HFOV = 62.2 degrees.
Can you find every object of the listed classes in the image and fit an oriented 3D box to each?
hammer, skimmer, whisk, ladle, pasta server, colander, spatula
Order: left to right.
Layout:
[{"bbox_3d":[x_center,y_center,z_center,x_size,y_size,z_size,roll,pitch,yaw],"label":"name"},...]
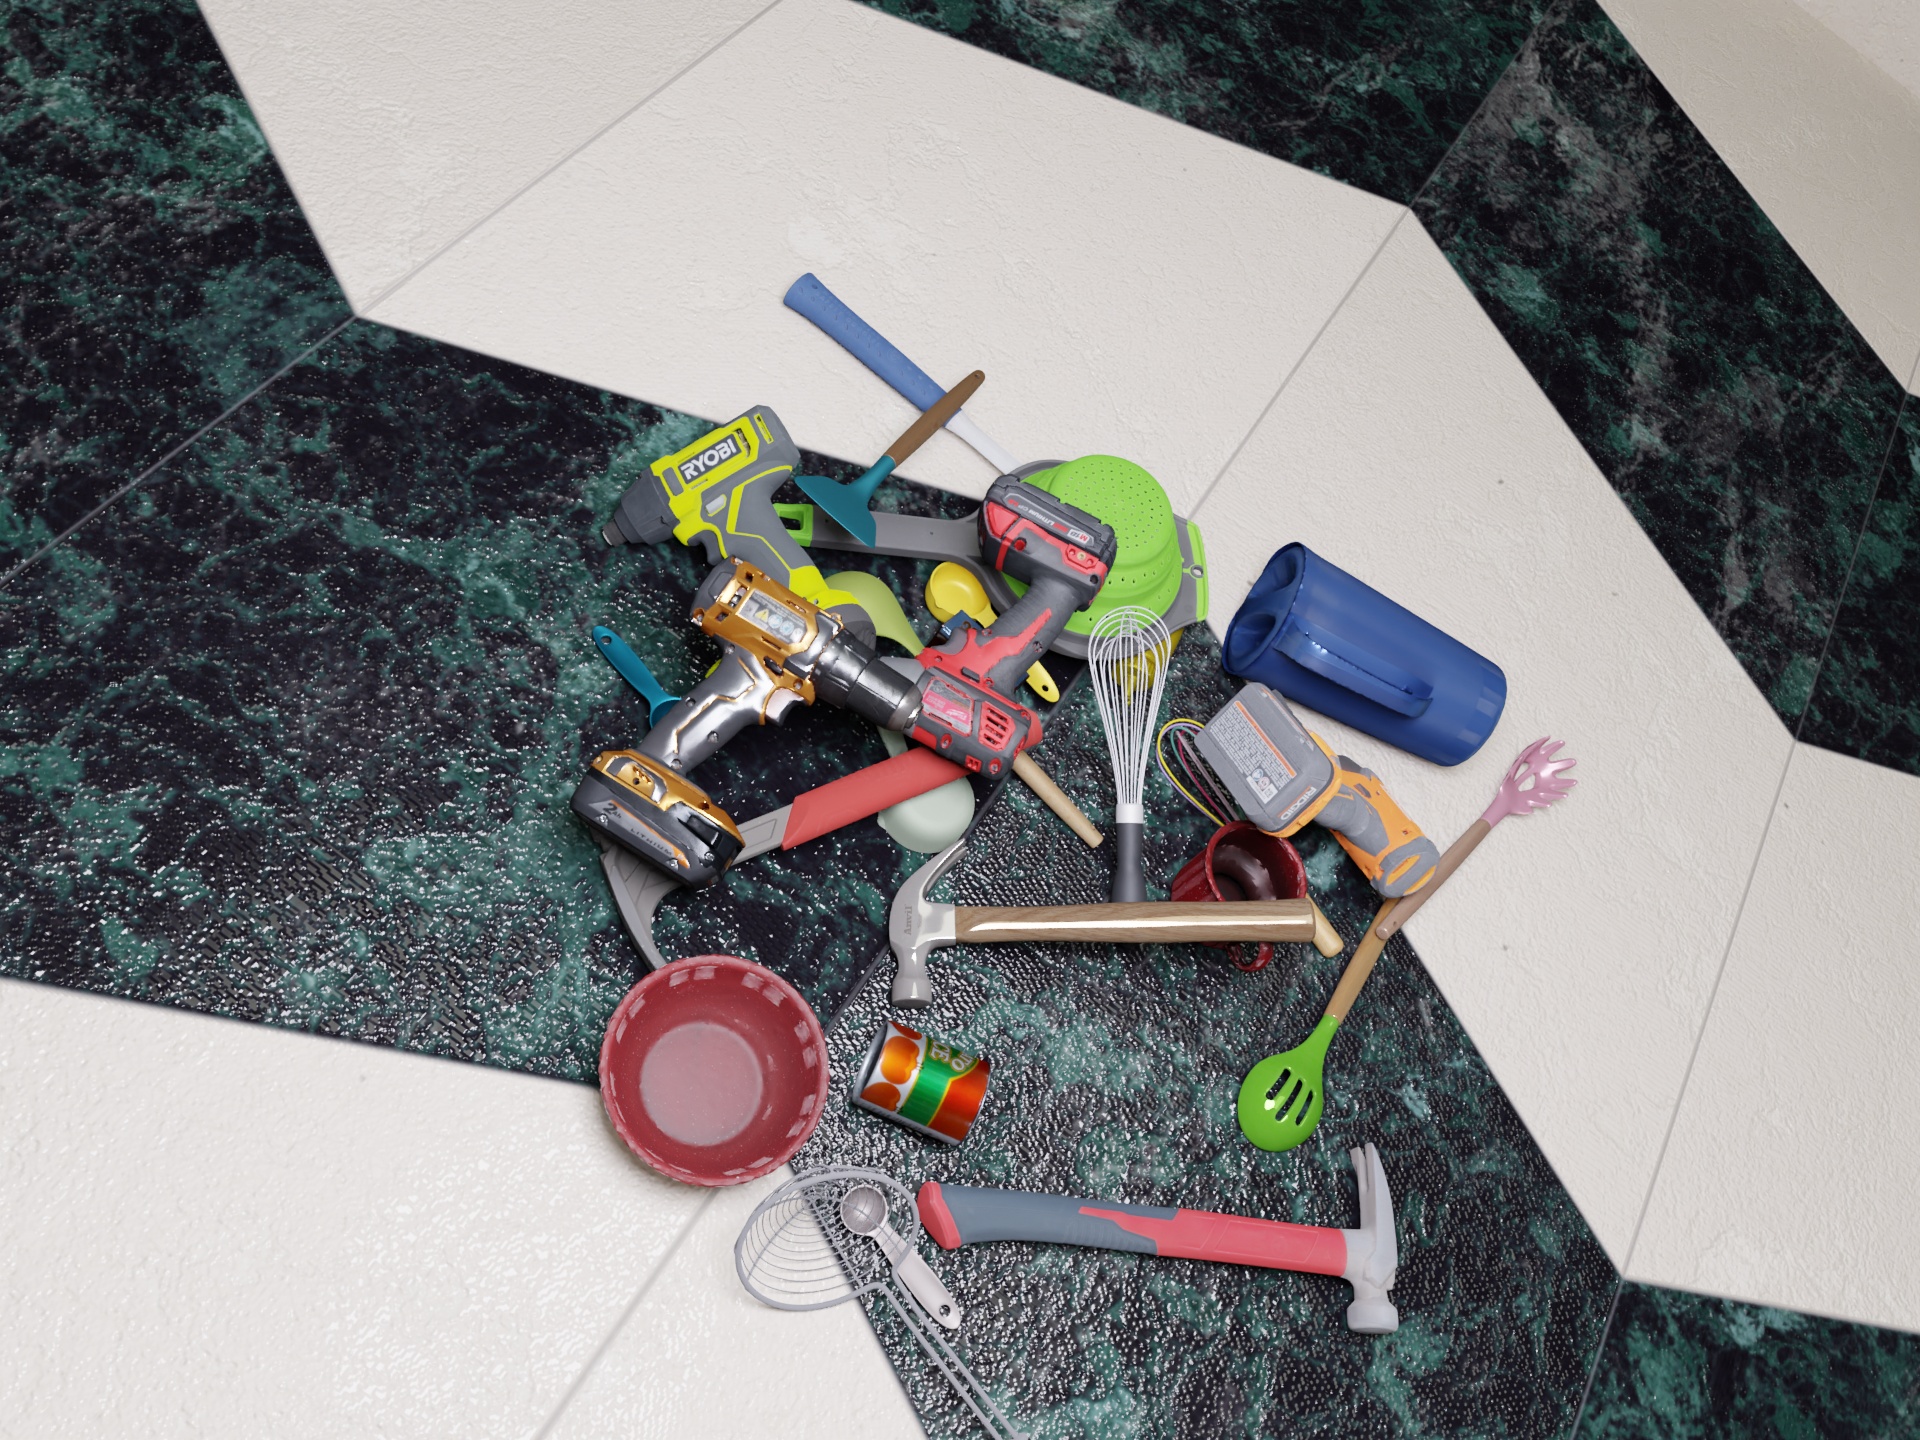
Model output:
[{"bbox_3d":[-0.094,0.074,1.226,0.359,0.036,0.149,-21,73,-19],"label":"hammer"},{"bbox_3d":[-0.044,-0.237,1.358,0.082,0.044,0.318,41,45,-4],"label":"spatula"},{"bbox_3d":[-0.007,0.452,1.068,0.127,0.090,0.363,-40,86,5],"label":"skimmer"},{"bbox_3d":[-0.002,-0.004,1.337,0.320,0.062,0.078,46,28,-3],"label":"ladle"},{"bbox_3d":[0.005,-0.276,1.478,0.405,0.035,0.144,41,57,2],"label":"hammer"},{"bbox_3d":[0.039,-0.168,1.360,0.397,0.094,0.205,5,63,-13],"label":"colander"},{"bbox_3d":[0.110,0.156,1.243,0.331,0.031,0.130,-1,64,-1],"label":"hammer"},{"bbox_3d":[0.141,0.045,1.319,0.070,0.070,0.285,3,84,-21],"label":"whisk"},{"bbox_3d":[0.155,0.371,1.204,0.386,0.038,0.143,12,59,-16],"label":"hammer"},{"bbox_3d":[0.255,0.099,1.382,0.047,0.051,0.245,-31,81,-37],"label":"whisk"},{"bbox_3d":[0.472,0.108,1.455,0.316,0.040,0.060,-35,95,-35],"label":"pasta server"}]

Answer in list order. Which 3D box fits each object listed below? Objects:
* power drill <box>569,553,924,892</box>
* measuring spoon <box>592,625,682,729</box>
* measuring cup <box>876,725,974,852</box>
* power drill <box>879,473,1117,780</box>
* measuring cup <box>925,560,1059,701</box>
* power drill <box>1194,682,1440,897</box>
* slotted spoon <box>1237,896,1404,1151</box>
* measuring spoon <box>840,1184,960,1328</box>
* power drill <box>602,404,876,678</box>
[{"bbox_3d":[-0.152,0.014,1.158,0.185,0.084,0.226,31,76,3],"label":"power drill"},{"bbox_3d":[-0.252,-0.026,1.263,0.042,0.021,0.129,-33,70,-30],"label":"measuring spoon"},{"bbox_3d":[-0.042,0.026,1.301,0.083,0.038,0.168,-15,73,-27],"label":"measuring cup"},{"bbox_3d":[0.020,-0.075,1.247,0.143,0.078,0.220,28,72,5],"label":"power drill"},{"bbox_3d":[0.028,-0.072,1.389,0.062,0.029,0.156,-38,85,-32],"label":"measuring cup"},{"bbox_3d":[0.299,0.053,1.349,0.226,0.084,0.164,28,22,-41],"label":"power drill"},{"bbox_3d":[0.323,0.234,1.349,0.070,0.031,0.314,41,56,0],"label":"slotted spoon"},{"bbox_3d":[-0.043,0.384,1.136,0.034,0.018,0.124,-39,89,-22],"label":"measuring spoon"},{"bbox_3d":[-0.179,-0.121,1.279,0.171,0.080,0.223,-30,75,6],"label":"power drill"}]
